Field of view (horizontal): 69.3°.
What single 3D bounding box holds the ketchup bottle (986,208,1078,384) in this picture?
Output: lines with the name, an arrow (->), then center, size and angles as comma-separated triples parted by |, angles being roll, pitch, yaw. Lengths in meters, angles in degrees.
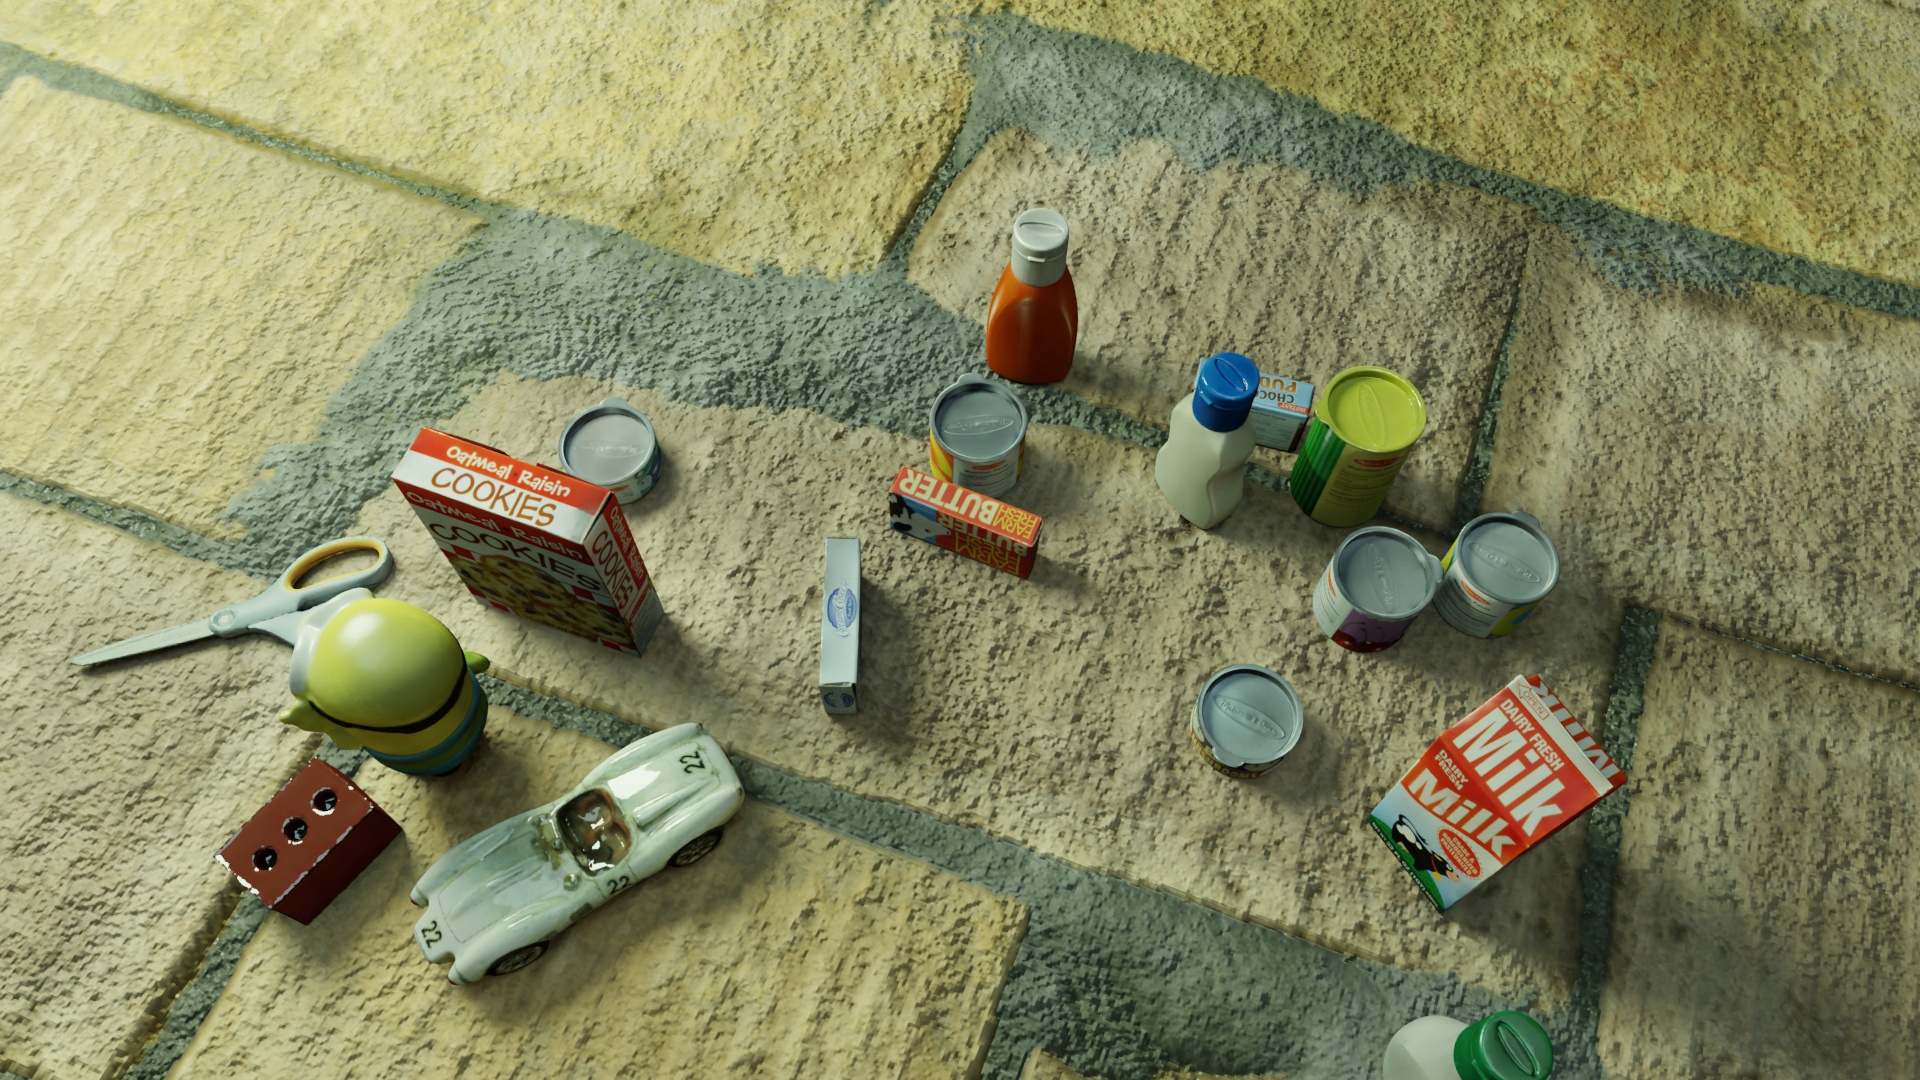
ketchup bottle -> 0.051, -0.166, 0.956 | 0.065, 0.148, 0.044 | 8, 63, 3

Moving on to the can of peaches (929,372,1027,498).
can of peaches -> 0.012, -0.070, 0.956 | 0.071, 0.057, 0.071 | 0, 62, -1

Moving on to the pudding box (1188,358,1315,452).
pudding box -> 0.202, -0.095, 0.977 | 0.084, 0.049, 0.030 | 14, 63, 6

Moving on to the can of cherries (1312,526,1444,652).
can of cherries -> 0.271, 0.033, 0.906 | 0.071, 0.058, 0.072 | 0, 62, -1

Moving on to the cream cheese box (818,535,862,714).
cream cheese box -> -0.076, 0.055, 0.891 | 0.024, 0.053, 0.104 | 0, 62, -1

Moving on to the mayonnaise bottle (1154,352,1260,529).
mayonnaise bottle -> 0.164, -0.066, 0.906 | 0.041, 0.147, 0.065 | -32, 67, -16

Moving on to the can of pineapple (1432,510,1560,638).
can of pineapple -> 0.352, 0.023, 0.913 | 0.071, 0.057, 0.071 | 0, 62, -1

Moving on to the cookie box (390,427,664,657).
cookie box -> -0.258, 0.005, 0.850 | 0.123, 0.166, 0.040 | 18, 64, 8

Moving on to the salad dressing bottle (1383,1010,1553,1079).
salad dressing bottle -> 0.264, 0.277, 0.726 | 0.044, 0.147, 0.064 | -25, 66, -13

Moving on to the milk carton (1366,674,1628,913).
milk carton -> 0.301, 0.139, 0.776 | 0.073, 0.189, 0.072 | -28, 66, -15

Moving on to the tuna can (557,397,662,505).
tuna can -> -0.241, -0.061, 0.961 | 0.071, 0.032, 0.071 | 0, 62, -1

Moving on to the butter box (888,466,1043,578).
butter box -> 0.003, -0.012, 0.928 | 0.103, 0.053, 0.024 | 21, 64, 10

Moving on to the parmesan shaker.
parmesan shaker -> 0.261, -0.061, 0.930 | 0.071, 0.102, 0.071 | 0, 62, -1

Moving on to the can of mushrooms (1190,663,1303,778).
can of mushrooms -> 0.178, 0.116, 0.874 | 0.071, 0.033, 0.071 | 0, 62, -1
